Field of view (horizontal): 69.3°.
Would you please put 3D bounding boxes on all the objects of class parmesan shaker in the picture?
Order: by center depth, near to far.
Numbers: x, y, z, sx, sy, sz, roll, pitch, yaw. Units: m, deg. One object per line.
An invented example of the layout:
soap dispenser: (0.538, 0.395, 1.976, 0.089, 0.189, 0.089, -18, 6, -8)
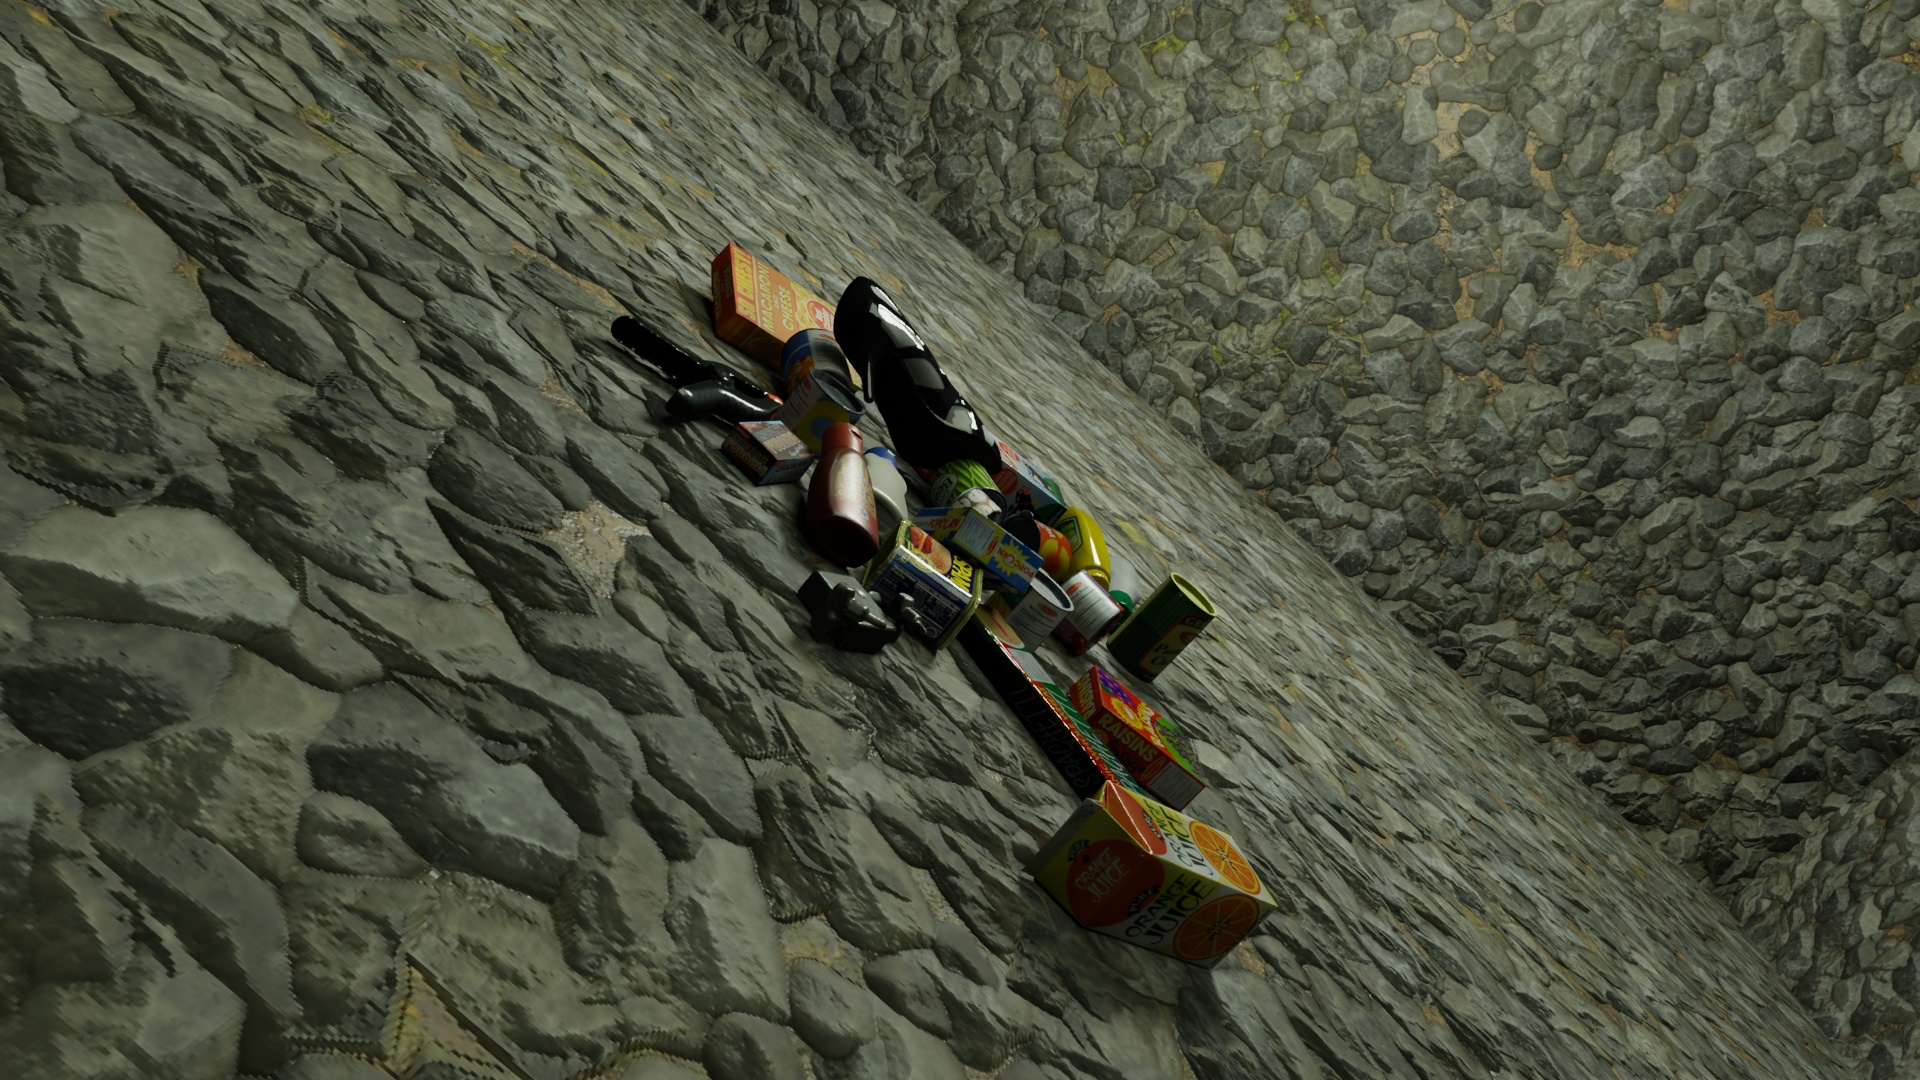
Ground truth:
parmesan shaker: (0.215, 0.093, 1.478, 0.071, 0.103, 0.071, 37, 16, -13)

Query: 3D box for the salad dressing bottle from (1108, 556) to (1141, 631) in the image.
salad dressing bottle: (0.178, 0.062, 1.587, 0.064, 0.044, 0.148, 41, 17, -6)

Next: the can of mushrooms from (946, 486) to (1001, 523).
can of mushrooms: (0.005, -0.017, 1.355, 0.033, 0.071, 0.071, 46, 16, 15)

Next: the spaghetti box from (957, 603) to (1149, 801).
spaghetti box: (0.076, 0.146, 1.150, 0.050, 0.028, 0.251, 18, 28, -54)

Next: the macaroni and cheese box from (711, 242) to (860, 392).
macaroni and cheese box: (-0.186, -0.227, 1.472, 0.166, 0.040, 0.124, 28, 35, -36)

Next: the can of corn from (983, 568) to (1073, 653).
can of corn: (0.061, 0.062, 1.287, 0.071, 0.058, 0.071, 37, 16, -13)

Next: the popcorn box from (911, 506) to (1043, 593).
popcorn box: (0.009, 0.008, 1.248, 0.085, 0.038, 0.126, 37, -13, -18)

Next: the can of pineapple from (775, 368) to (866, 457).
can of pineapple: (-0.132, -0.120, 1.322, 0.071, 0.057, 0.071, 38, 16, -13)

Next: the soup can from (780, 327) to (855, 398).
soup can: (-0.145, -0.162, 1.393, 0.071, 0.071, 0.084, 32, 23, -31)

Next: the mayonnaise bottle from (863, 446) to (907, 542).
mayonnaise bottle: (-0.079, -0.049, 1.294, 0.064, 0.041, 0.148, 40, 14, -14)

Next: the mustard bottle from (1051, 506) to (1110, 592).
mustard bottle: (0.137, 0.025, 1.553, 0.048, 0.065, 0.161, 37, 19, -29)

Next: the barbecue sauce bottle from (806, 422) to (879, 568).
barbecue sauce bottle: (-0.100, -0.044, 1.175, 0.064, 0.043, 0.149, 42, 24, -31)

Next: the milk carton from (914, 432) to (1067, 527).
milk carton: (0.022, -0.076, 1.535, 0.190, 0.072, 0.074, 35, 17, -19)

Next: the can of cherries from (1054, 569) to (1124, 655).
can of cherries: (0.121, 0.073, 1.387, 0.058, 0.071, 0.071, 45, 16, 15)

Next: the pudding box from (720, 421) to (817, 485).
pudding box: (-0.163, -0.076, 1.185, 0.050, 0.030, 0.084, 43, 16, 10)

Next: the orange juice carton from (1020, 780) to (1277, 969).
orange juice carton: (0.128, 0.231, 0.971, 0.192, 0.071, 0.073, 29, 19, -37)

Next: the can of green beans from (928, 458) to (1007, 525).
can of green beans: (0.006, -0.042, 1.423, 0.071, 0.071, 0.058, 28, 20, -39)

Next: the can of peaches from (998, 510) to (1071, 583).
can of peaches: (0.073, 0.011, 1.428, 0.058, 0.071, 0.071, 26, 22, -47)

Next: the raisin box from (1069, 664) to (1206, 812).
raisin box: (0.157, 0.176, 1.242, 0.123, 0.040, 0.086, 39, 17, -13)
